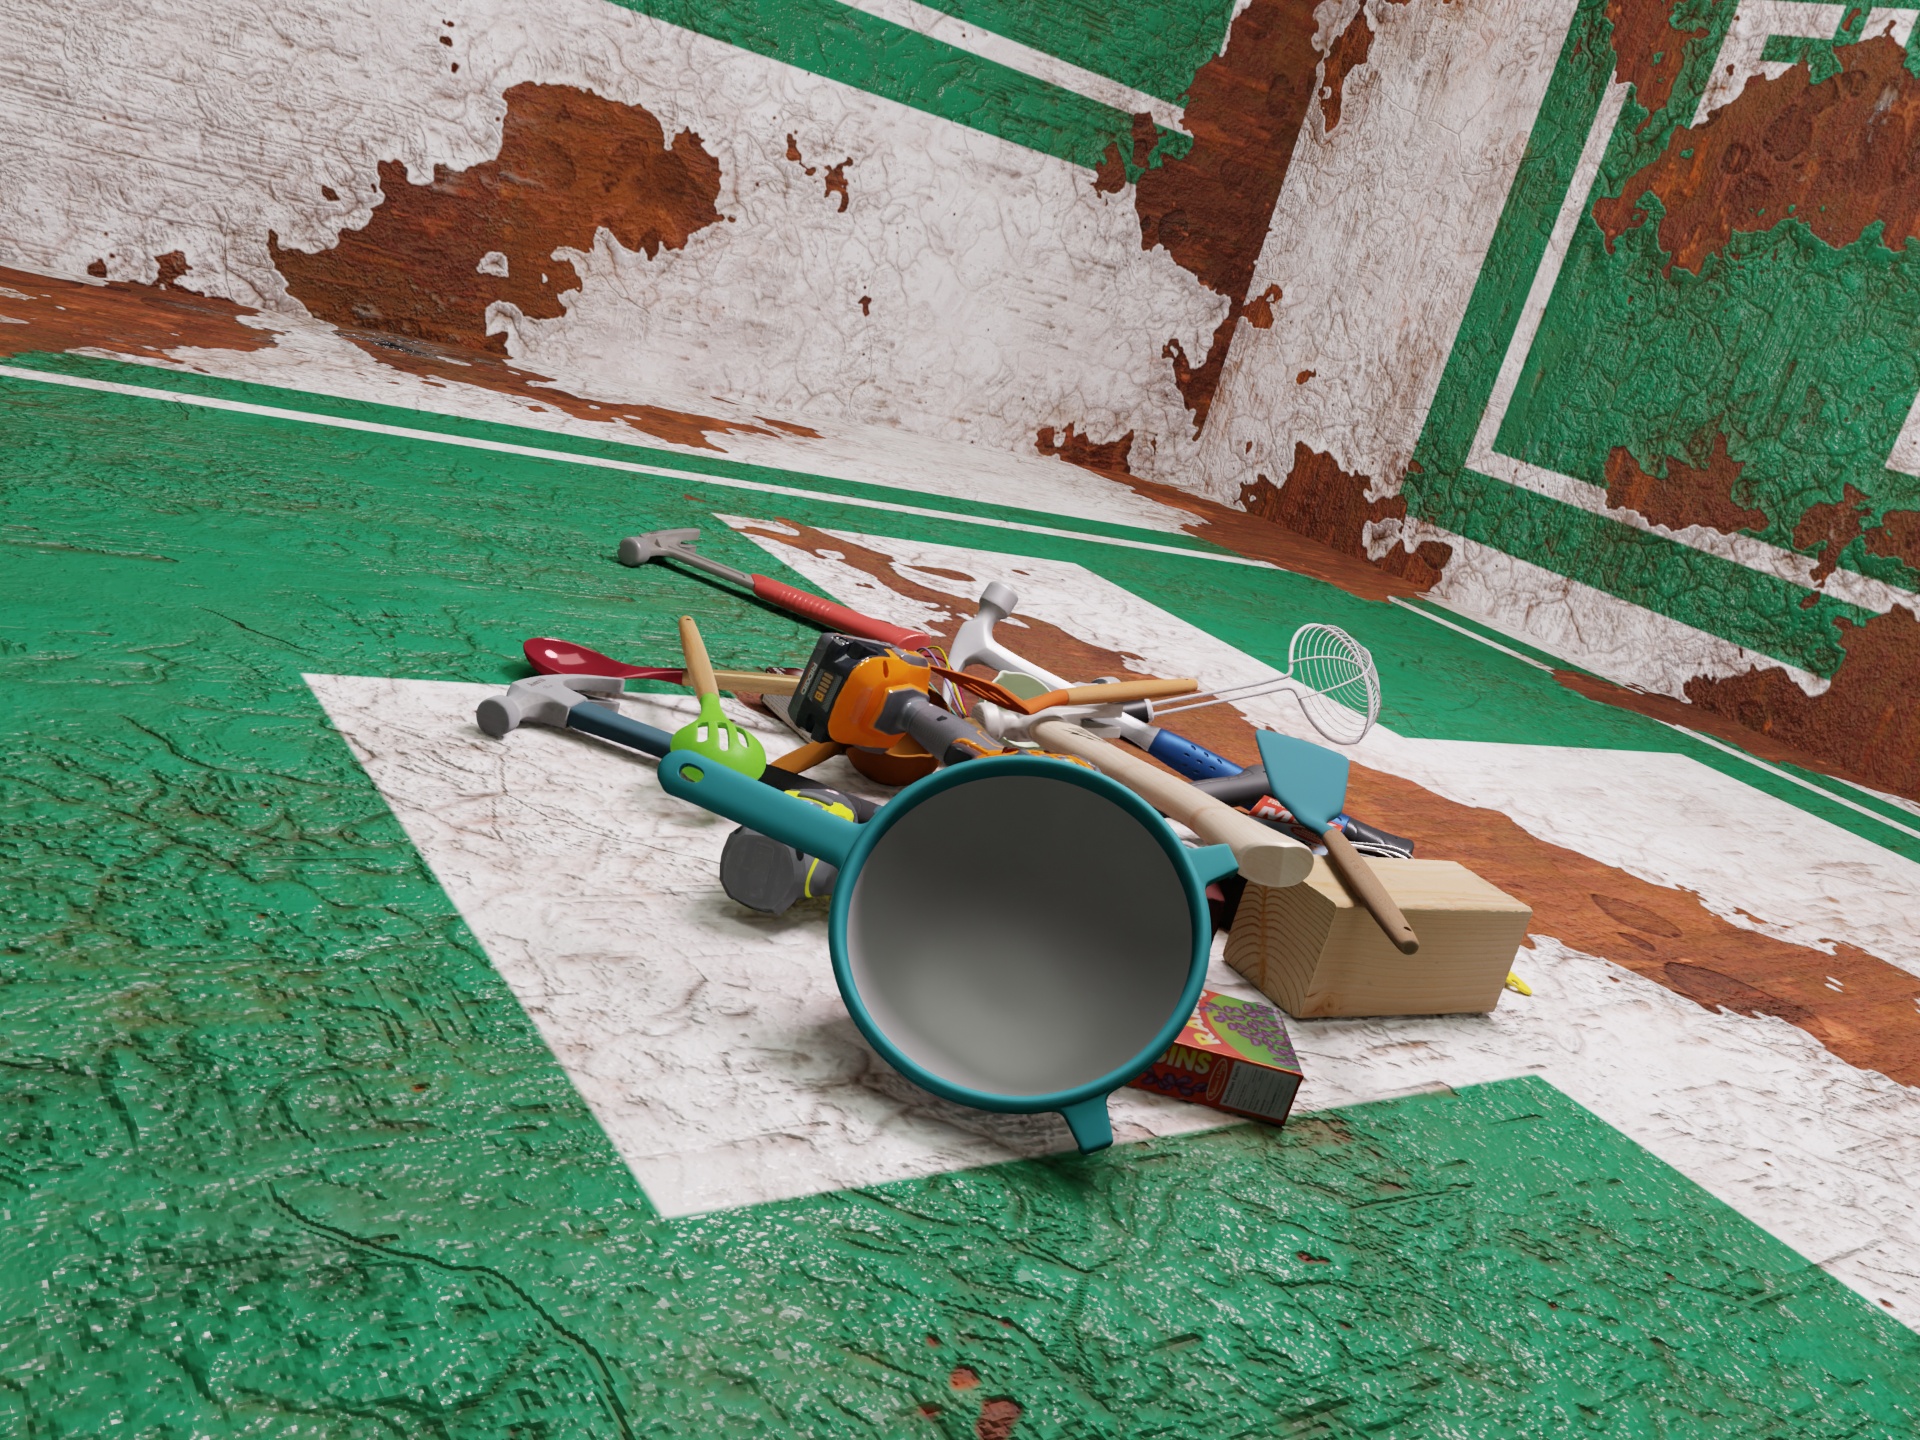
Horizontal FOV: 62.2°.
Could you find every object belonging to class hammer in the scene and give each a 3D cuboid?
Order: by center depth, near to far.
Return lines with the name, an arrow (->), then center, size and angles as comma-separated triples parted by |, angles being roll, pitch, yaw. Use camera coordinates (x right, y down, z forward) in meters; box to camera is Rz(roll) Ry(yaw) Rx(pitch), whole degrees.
hammer -> -0.189, 0.033, 1.204 | 0.331, 0.033, 0.128 | 19, 18, 9
hammer -> 0.153, 0.048, 1.248 | 0.146, 0.038, 0.411 | -1, 15, -23
hammer -> 0.158, 0.074, 1.334 | 0.334, 0.035, 0.146 | -6, 27, -37
hammer -> 0.169, 0.019, 1.493 | 0.405, 0.144, 0.035 | 28, -16, 10
hammer -> 0.262, 0.050, 1.576 | 0.409, 0.036, 0.149 | 28, 21, 32
hammer -> -0.192, -0.139, 1.745 | 0.359, 0.036, 0.149 | 22, 17, 19

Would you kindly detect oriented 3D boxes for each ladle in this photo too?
ladle -> -0.208, -0.036, 1.343 | 0.315, 0.031, 0.069 | 5, 24, -8

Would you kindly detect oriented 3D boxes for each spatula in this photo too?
spatula -> 0.277, 0.084, 1.145 | 0.082, 0.044, 0.318 | 17, 16, -8
spatula -> 0.107, -0.031, 1.395 | 0.322, 0.041, 0.081 | -6, 17, -44

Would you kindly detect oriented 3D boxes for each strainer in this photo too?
strainer -> -0.024, 0.108, 0.929 | 0.340, 0.211, 0.095 | 23, -27, 15

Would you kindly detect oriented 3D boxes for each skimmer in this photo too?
skimmer -> 0.241, -0.013, 1.570 | 0.363, 0.127, 0.090 | -11, -13, -3

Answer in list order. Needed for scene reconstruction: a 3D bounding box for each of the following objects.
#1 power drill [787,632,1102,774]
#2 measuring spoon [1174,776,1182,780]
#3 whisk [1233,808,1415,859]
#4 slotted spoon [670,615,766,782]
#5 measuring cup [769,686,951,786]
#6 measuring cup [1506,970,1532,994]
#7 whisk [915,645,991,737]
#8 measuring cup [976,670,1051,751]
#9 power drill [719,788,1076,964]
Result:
power drill -> -0.015, 0.016, 1.178 | 0.227, 0.084, 0.164 | 30, 11, 25
measuring spoon -> 0.137, 0.054, 1.310 | 0.117, 0.011, 0.021 | -1, 23, -28
whisk -> 0.291, 0.109, 1.408 | 0.246, 0.058, 0.059 | 20, -18, 22
slotted spoon -> -0.203, -0.026, 1.256 | 0.070, 0.031, 0.314 | 6, 21, -18
measuring cup -> -0.088, 0.027, 1.300 | 0.173, 0.052, 0.095 | -24, 58, -27
measuring cup -> 0.394, 0.184, 1.304 | 0.157, 0.029, 0.062 | 37, 23, 22
whisk -> -0.001, -0.006, 1.356 | 0.047, 0.051, 0.245 | -29, 33, -7
measuring cup -> 0.013, 0.012, 1.432 | 0.167, 0.038, 0.083 | -21, 77, -29
power drill -> -0.029, 0.103, 1.059 | 0.223, 0.080, 0.171 | 17, 13, 10
